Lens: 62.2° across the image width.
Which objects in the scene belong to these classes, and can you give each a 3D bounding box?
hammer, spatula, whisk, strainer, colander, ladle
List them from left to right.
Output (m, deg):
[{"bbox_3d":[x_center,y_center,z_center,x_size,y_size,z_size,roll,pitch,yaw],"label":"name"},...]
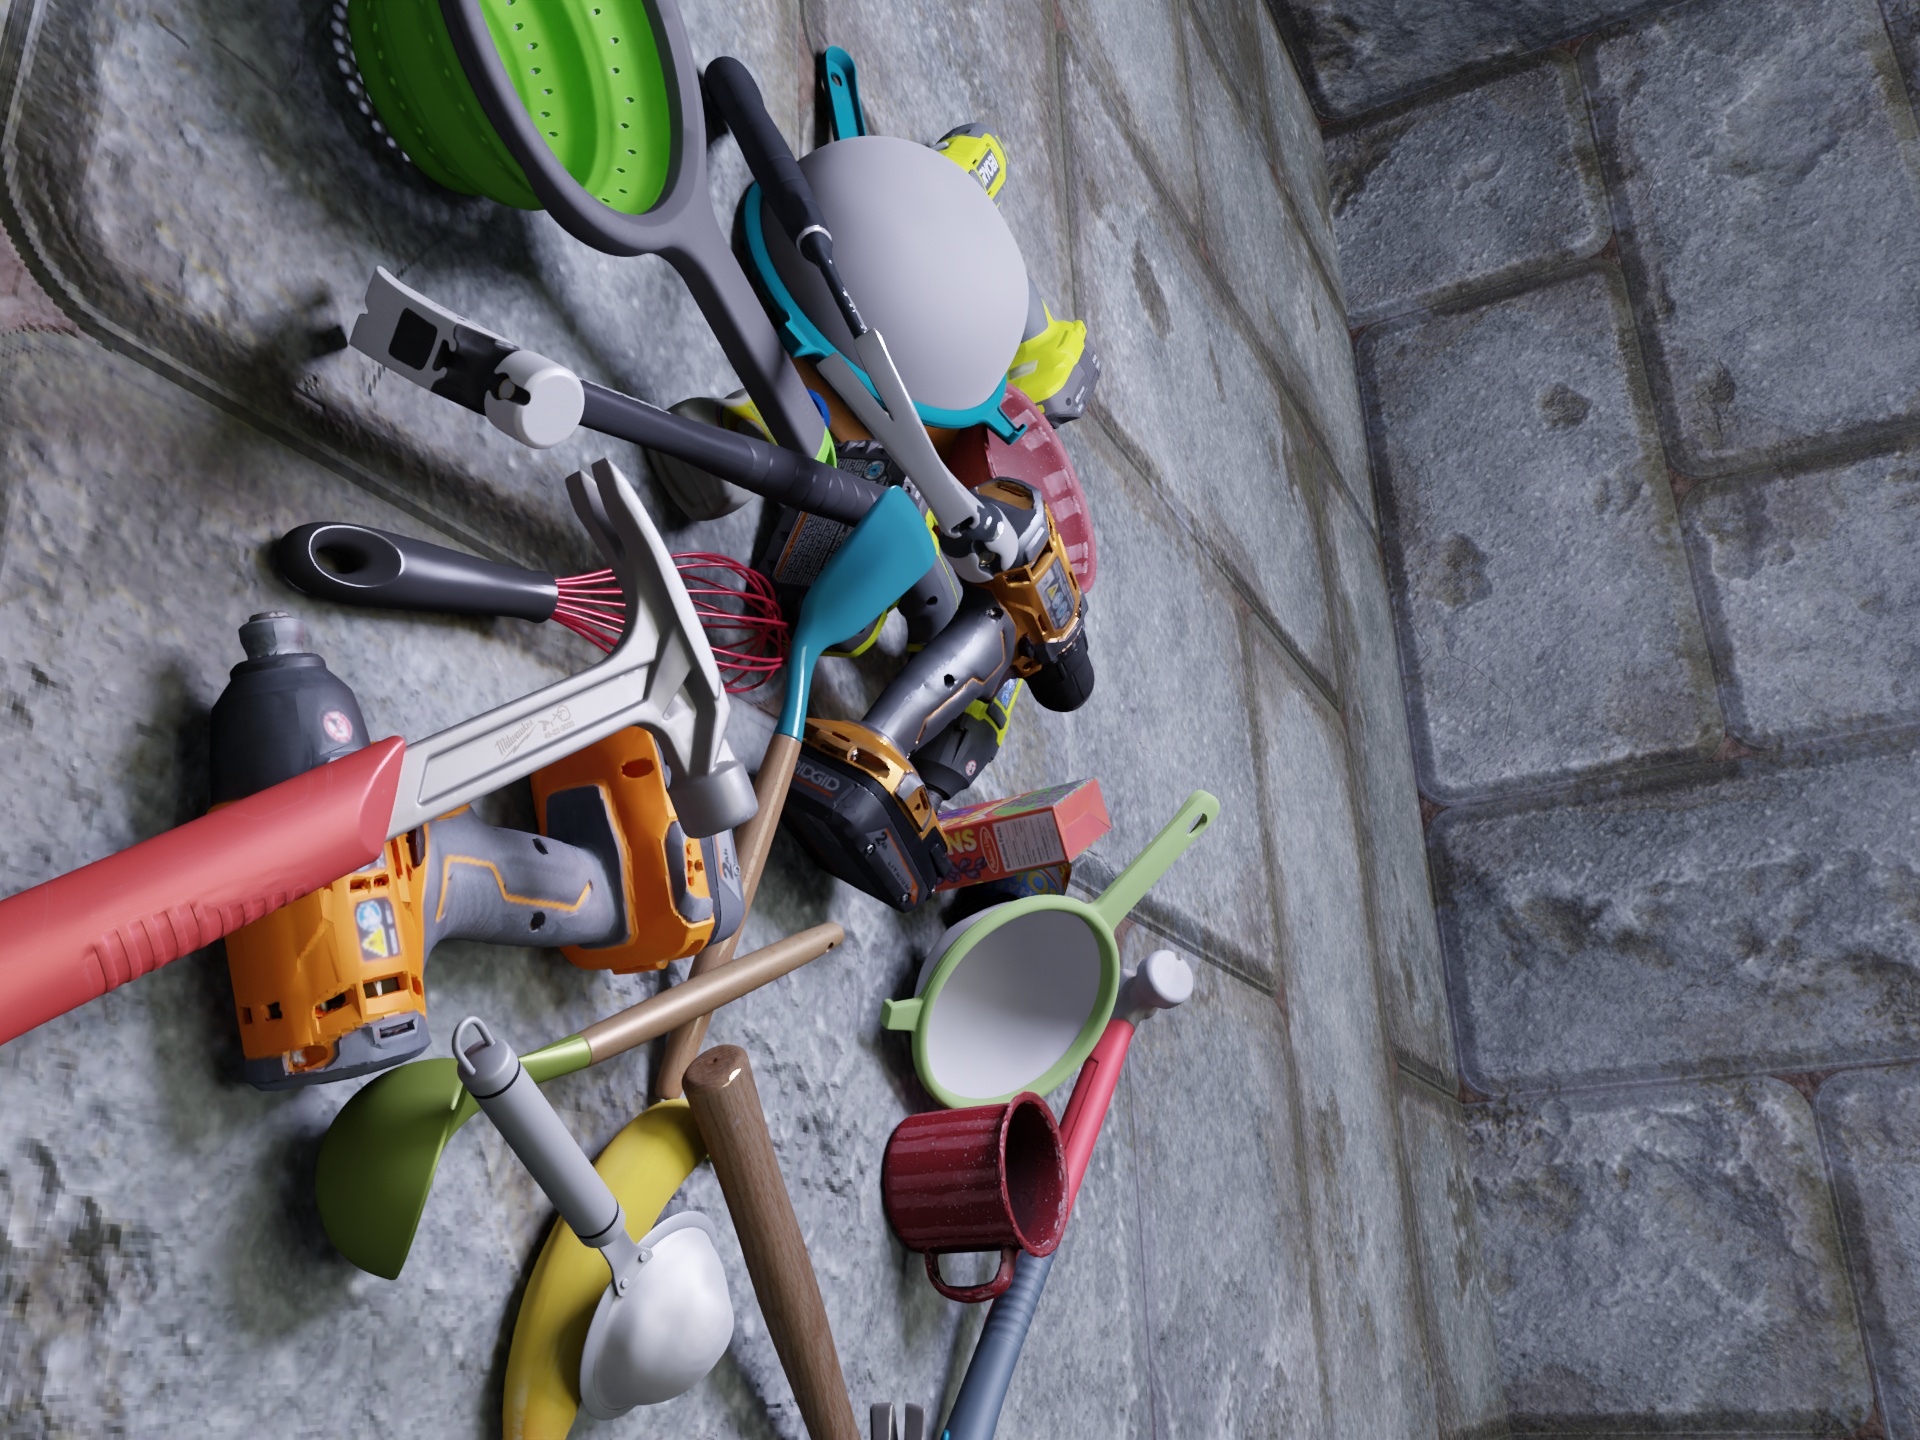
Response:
[{"bbox_3d":[-0.215,0.030,0.496,0.359,0.037,0.149,-30,101,-46],"label":"hammer"},{"bbox_3d":[-0.177,-0.054,0.725,0.295,0.073,0.073,6,73,-57],"label":"whisk"},{"bbox_3d":[-0.176,-0.251,0.774,0.205,0.094,0.396,-81,153,-42],"label":"colander"},{"bbox_3d":[-0.133,0.194,0.599,0.087,0.050,0.258,-55,142,-35],"label":"strainer"},{"bbox_3d":[-0.134,0.139,0.672,0.320,0.062,0.078,-16,136,-59],"label":"ladle"},{"bbox_3d":[-0.125,-0.130,0.740,0.334,0.146,0.035,10,107,-58],"label":"hammer"},{"bbox_3d":[-0.085,0.034,0.789,0.082,0.044,0.318,56,48,-64],"label":"spatula"},{"bbox_3d":[-0.073,0.299,0.762,0.130,0.031,0.331,-57,138,-61],"label":"hammer"},{"bbox_3d":[-0.078,-0.252,0.861,0.149,0.036,0.409,50,12,-51],"label":"hammer"},{"bbox_3d":[-0.058,-0.186,1.054,0.322,0.041,0.081,44,37,-49],"label":"spatula"},{"bbox_3d":[-0.038,-0.352,1.045,0.210,0.095,0.341,15,52,-38],"label":"strainer"},{"bbox_3d":[0.045,0.319,0.999,0.038,0.143,0.386,36,48,-9],"label":"hammer"},{"bbox_3d":[0.058,0.129,1.001,0.256,0.069,0.151,-45,128,-11],"label":"strainer"}]

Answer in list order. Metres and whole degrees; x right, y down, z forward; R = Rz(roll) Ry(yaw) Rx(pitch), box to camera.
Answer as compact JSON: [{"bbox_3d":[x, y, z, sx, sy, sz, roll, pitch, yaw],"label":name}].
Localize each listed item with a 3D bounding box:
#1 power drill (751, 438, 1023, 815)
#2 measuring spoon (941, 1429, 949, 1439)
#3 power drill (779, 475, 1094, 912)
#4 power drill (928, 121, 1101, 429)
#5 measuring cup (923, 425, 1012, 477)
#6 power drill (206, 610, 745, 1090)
[{"bbox_3d":[-0.030,-0.054,0.990,0.223,0.080,0.171,48,57,-51],"label":"power drill"},{"bbox_3d":[-0.008,0.425,0.832,0.042,0.021,0.128,-77,175,-71],"label":"measuring spoon"},{"bbox_3d":[-0.001,-0.003,0.920,0.226,0.084,0.185,-55,148,-18],"label":"power drill"},{"bbox_3d":[0.024,-0.341,1.261,0.228,0.080,0.191,61,29,-27],"label":"power drill"},{"bbox_3d":[-0.003,-0.252,1.185,0.095,0.052,0.173,-63,137,-54],"label":"measuring cup"},{"bbox_3d":[-0.189,0.038,0.626,0.226,0.084,0.164,-7,85,-61],"label":"power drill"}]
